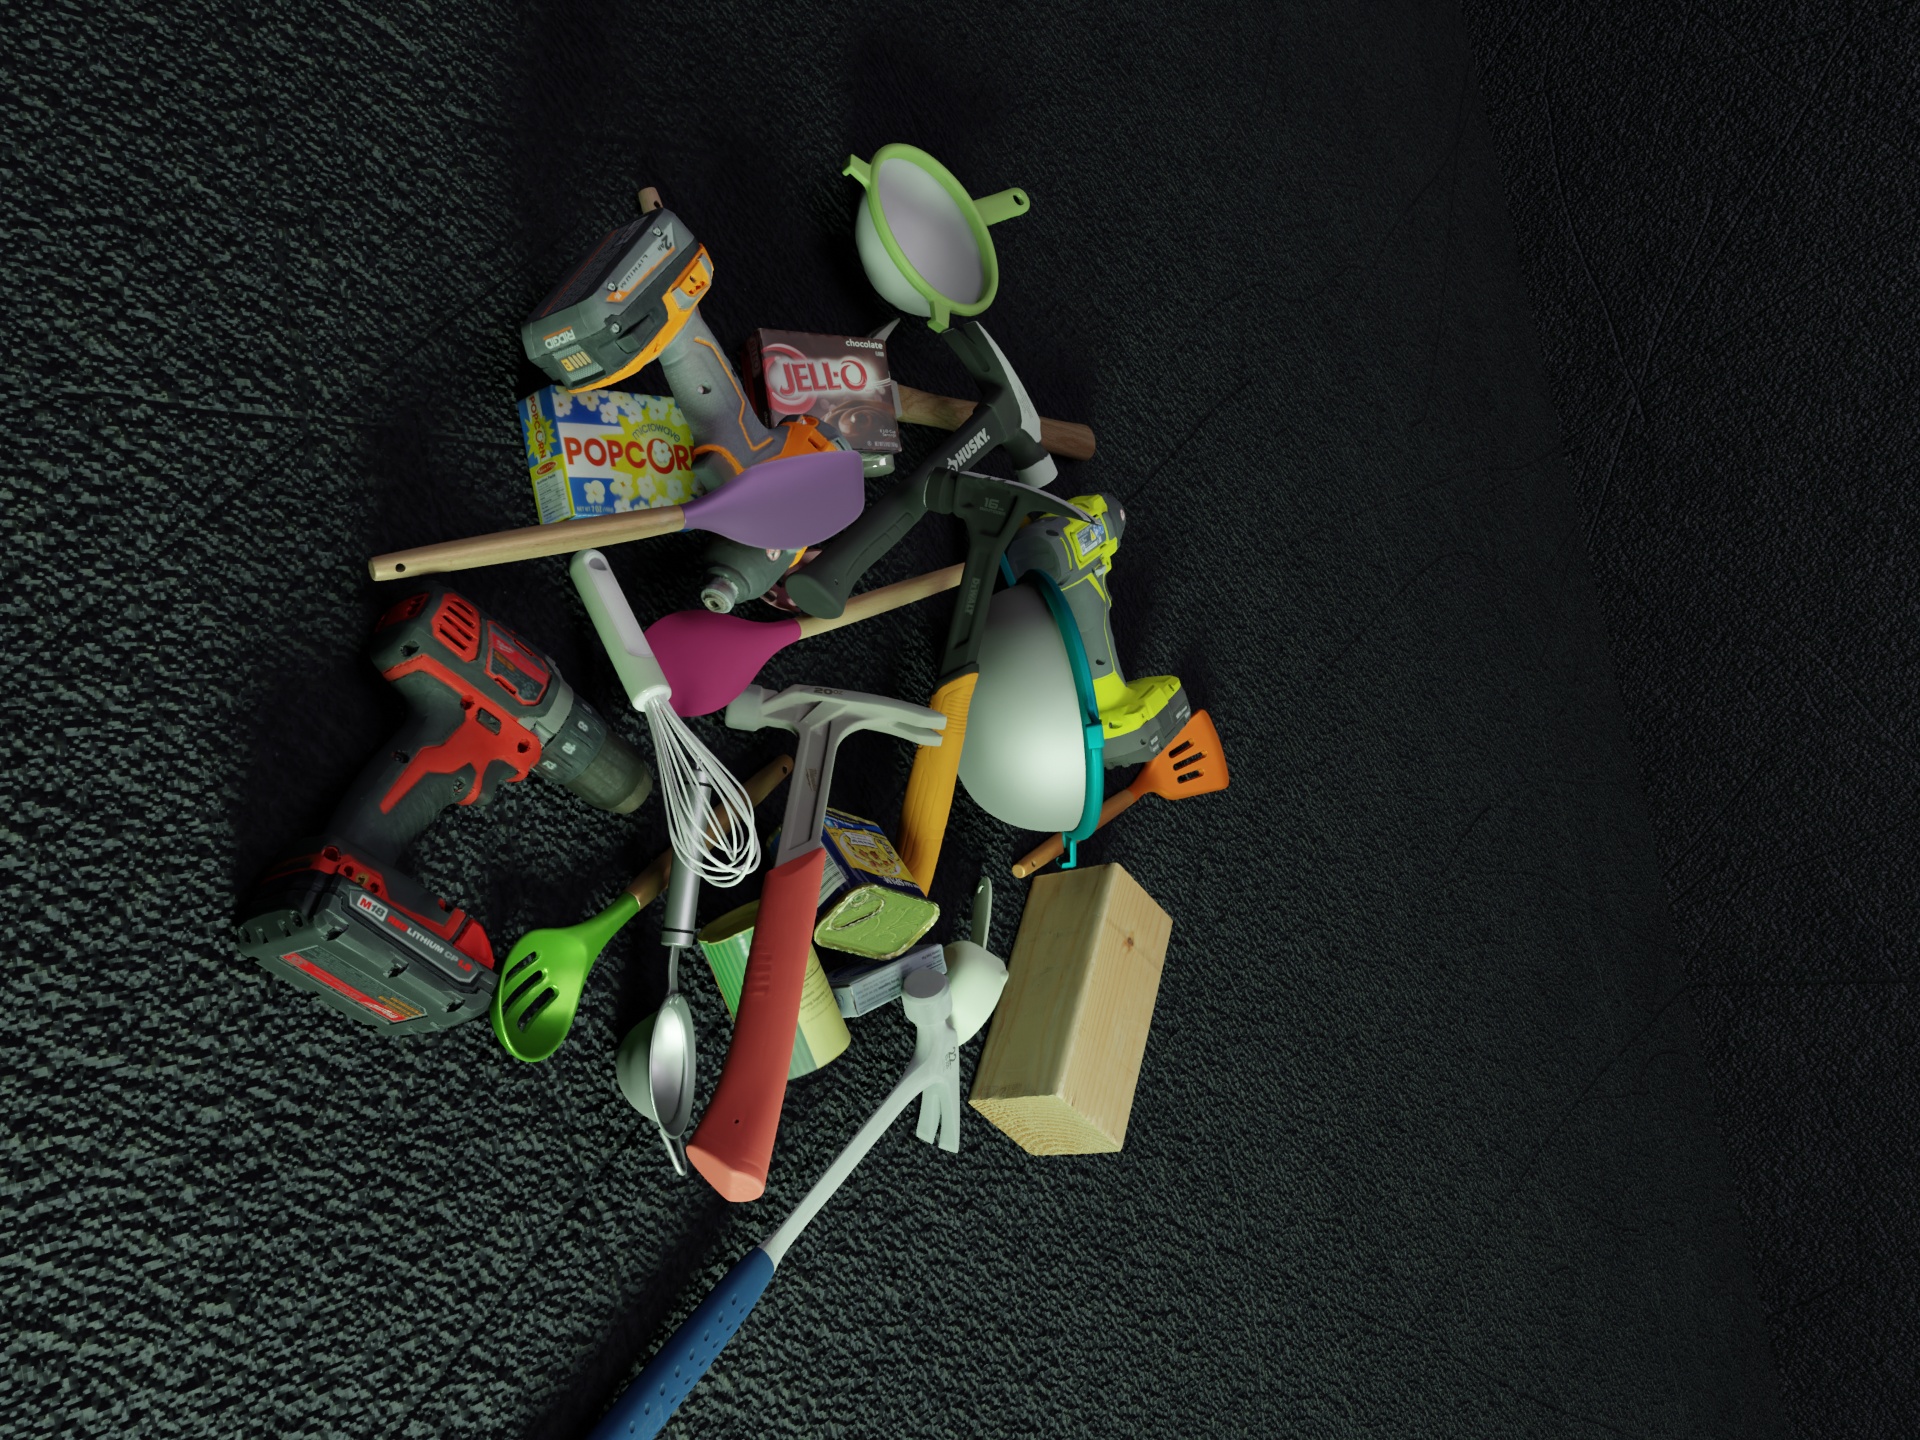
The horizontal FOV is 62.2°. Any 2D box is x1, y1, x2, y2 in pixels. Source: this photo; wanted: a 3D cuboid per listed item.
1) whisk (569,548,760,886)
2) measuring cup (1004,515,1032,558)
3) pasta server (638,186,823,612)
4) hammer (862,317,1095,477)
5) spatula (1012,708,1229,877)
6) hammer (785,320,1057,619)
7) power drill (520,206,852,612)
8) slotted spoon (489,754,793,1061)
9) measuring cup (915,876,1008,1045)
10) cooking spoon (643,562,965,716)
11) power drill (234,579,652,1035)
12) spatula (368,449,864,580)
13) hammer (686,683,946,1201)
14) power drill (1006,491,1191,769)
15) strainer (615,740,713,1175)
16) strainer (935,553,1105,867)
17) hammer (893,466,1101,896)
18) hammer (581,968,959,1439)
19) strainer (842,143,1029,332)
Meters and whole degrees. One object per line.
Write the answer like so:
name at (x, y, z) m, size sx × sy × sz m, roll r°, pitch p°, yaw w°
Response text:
whisk at (-0.183, -0.007, 0.961) m, size 0.057 × 0.059 × 0.246 m, roll -3°, pitch 56°, yaw -48°
measuring cup at (0.077, -0.138, 1.404) m, size 0.156 × 0.029 × 0.062 m, roll 28°, pitch 57°, yaw -41°
pasta server at (-0.167, -0.224, 1.121) m, size 0.060 × 0.040 × 0.316 m, roll -21°, pitch 94°, yaw -44°
hammer at (0.015, -0.260, 1.366) m, size 0.331 × 0.031 × 0.130 m, roll -2°, pitch 81°, yaw -52°
spatula at (0.144, 0.074, 1.411) m, size 0.322 × 0.041 × 0.081 m, roll -27°, pitch 101°, yaw -51°
hammer at (-0.032, -0.176, 1.175) m, size 0.335 × 0.035 × 0.146 m, roll -50°, pitch 121°, yaw -46°
power drill at (-0.169, -0.186, 1.009) m, size 0.226 × 0.084 × 0.164 m, roll 53°, pitch 46°, yaw -33°
slotted spoon at (-0.191, 0.101, 0.993) m, size 0.314 × 0.031 × 0.070 m, roll -46°, pitch 127°, yaw -50°
measuring cup at (-0.001, 0.168, 1.190) m, size 0.038 × 0.083 × 0.168 m, roll 35°, pitch 34°, yaw -19°
cooking spoon at (-0.096, -0.070, 1.106) m, size 0.319 × 0.017 × 0.069 m, roll -23°, pitch 96°, yaw -44°
power drill at (-0.268, 0.057, 0.874) m, size 0.187 × 0.080 × 0.227 m, roll 44°, pitch 45°, yaw -35°
spatula at (-0.190, -0.114, 0.943) m, size 0.316 × 0.018 × 0.059 m, roll -15°, pitch 116°, yaw -33°
hammer at (-0.097, 0.120, 0.973) m, size 0.149 × 0.036 × 0.359 m, roll 9°, pitch 48°, yaw -4°
power drill at (0.125, -0.084, 1.388) m, size 0.171 × 0.080 × 0.223 m, roll -38°, pitch 114°, yaw -54°
strainer at (-0.174, 0.139, 0.962) m, size 0.086 × 0.050 × 0.258 m, roll 57°, pitch 38°, yaw -76°
strainer at (0.016, -0.057, 1.247) m, size 0.095 × 0.210 × 0.341 m, roll -11°, pitch 58°, yaw -11°
hammer at (-0.002, -0.004, 1.125) m, size 0.034 × 0.127 × 0.337 m, roll 0°, pitch 105°, yaw -65°
hammer at (-0.113, 0.331, 0.984) m, size 0.405 × 0.035 × 0.144 m, roll -44°, pitch 137°, yaw -44°
strainer at (-0.018, -0.410, 1.346) m, size 0.151 × 0.069 × 0.256 m, roll 60°, pitch 36°, yaw -9°
